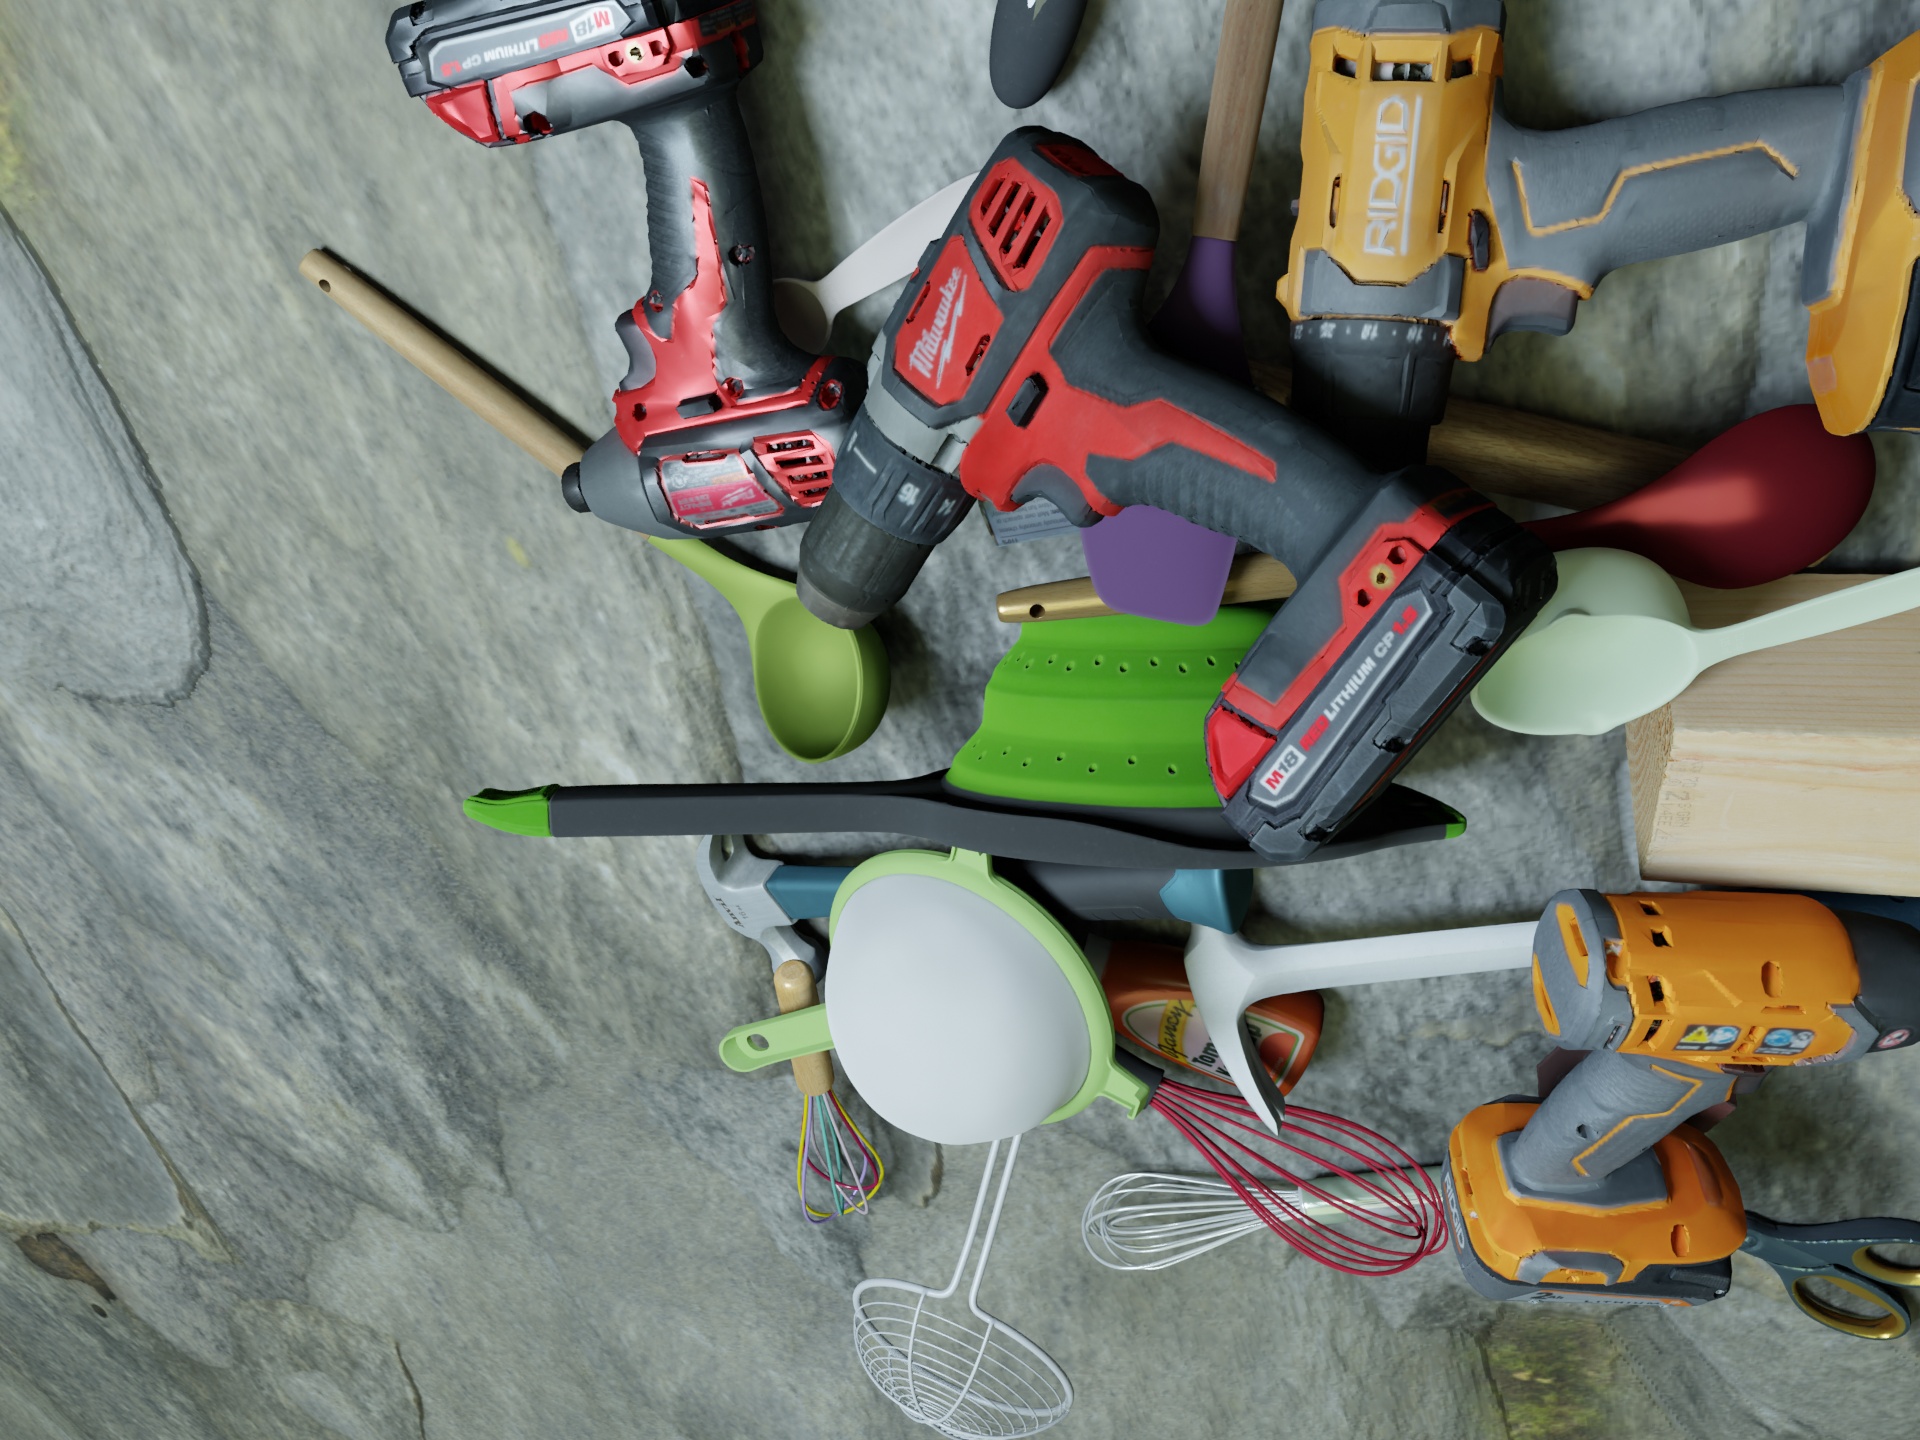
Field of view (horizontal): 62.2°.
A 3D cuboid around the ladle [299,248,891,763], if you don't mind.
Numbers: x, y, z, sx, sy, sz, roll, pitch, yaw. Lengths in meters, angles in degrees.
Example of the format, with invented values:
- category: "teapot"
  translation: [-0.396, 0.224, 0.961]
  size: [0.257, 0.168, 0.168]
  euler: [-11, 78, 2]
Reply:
- category: "ladle"
  translation: [-0.162, -0.096, 0.706]
  size: [0.320, 0.062, 0.078]
  euler: [38, 131, -10]

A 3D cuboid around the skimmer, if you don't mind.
- category: "skimmer"
  translation: [0.031, 0.208, 0.811]
  size: [0.127, 0.090, 0.363]
  euler: [17, 101, 17]

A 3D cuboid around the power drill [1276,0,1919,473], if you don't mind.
- category: "power drill"
  translation: [0.216, -0.135, 0.510]
  size: [0.226, 0.084, 0.185]
  euler: [6, 99, 13]

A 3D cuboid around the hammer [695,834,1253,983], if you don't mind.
- category: "hammer"
  translation: [-0.006, 0.080, 0.748]
  size: [0.331, 0.033, 0.128]
  euler: [-7, 127, 43]

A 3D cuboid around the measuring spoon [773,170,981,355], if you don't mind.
- category: "measuring spoon"
  translation: [-0.030, -0.182, 0.629]
  size: [0.124, 0.018, 0.034]
  euler: [-26, 108, 24]

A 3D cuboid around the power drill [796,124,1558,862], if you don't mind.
- category: "power drill"
  translation: [0.053, -0.057, 0.523]
  size: [0.227, 0.080, 0.187]
  euler: [43, 120, 16]

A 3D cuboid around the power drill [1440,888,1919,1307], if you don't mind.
- category: "power drill"
  translation: [0.299, 0.155, 0.652]
  size: [0.164, 0.084, 0.226]
  euler: [2, 134, -1]

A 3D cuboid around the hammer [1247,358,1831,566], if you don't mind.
- category: "hammer"
  translation: [0.166, -0.110, 0.611]
  size: [0.331, 0.031, 0.130]
  euler: [14, 129, 6]

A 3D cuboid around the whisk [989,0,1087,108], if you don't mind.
- category: "whisk"
  translation: [0.054, -0.317, 0.474]
  size: [0.070, 0.070, 0.284]
  euler: [21, 134, 0]

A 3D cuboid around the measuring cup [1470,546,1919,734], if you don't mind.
- category: "measuring cup"
  translation: [0.257, -0.041, 0.544]
  size: [0.167, 0.038, 0.083]
  euler: [-16, 145, 21]

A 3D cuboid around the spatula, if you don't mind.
- category: "spatula"
  translation: [0.086, -0.185, 0.521]
  size: [0.060, 0.018, 0.315]
  euler: [13, 110, 14]

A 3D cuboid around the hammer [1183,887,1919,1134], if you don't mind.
- category: "hammer"
  translation: [0.302, 0.100, 0.709]
  size: [0.405, 0.035, 0.144]
  euler: [-9, 98, 18]

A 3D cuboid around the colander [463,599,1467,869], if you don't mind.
- category: "colander"
  translation: [-0.001, -0.002, 0.648]
  size: [0.397, 0.204, 0.094]
  euler: [-1, 96, -2]

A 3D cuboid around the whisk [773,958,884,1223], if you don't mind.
- category: "whisk"
  translation: [-0.077, 0.215, 0.907]
  size: [0.047, 0.051, 0.244]
  euler: [2, 134, 7]

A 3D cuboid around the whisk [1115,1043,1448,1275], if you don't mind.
- category: "whisk"
  translation: [0.119, 0.205, 0.841]
  size: [0.296, 0.073, 0.073]
  euler: [28, 130, 8]

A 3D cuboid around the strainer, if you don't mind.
- category: "strainer"
  translation: [-0.048, 0.151, 0.742]
  size: [0.256, 0.069, 0.151]
  euler: [-23, 104, 42]

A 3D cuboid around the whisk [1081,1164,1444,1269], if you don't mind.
- category: "whisk"
  translation: [0.185, 0.271, 0.889]
  size: [0.246, 0.059, 0.057]
  euler: [-12, 134, 19]

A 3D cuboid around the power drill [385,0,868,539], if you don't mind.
- category: "power drill"
  translation: [-0.118, -0.172, 0.606]
  size: [0.143, 0.079, 0.219]
  euler: [-6, 119, 21]

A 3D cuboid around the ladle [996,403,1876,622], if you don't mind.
- category: "ladle"
  translation: [0.169, -0.061, 0.572]
  size: [0.315, 0.031, 0.069]
  euler: [-7, 122, 6]
